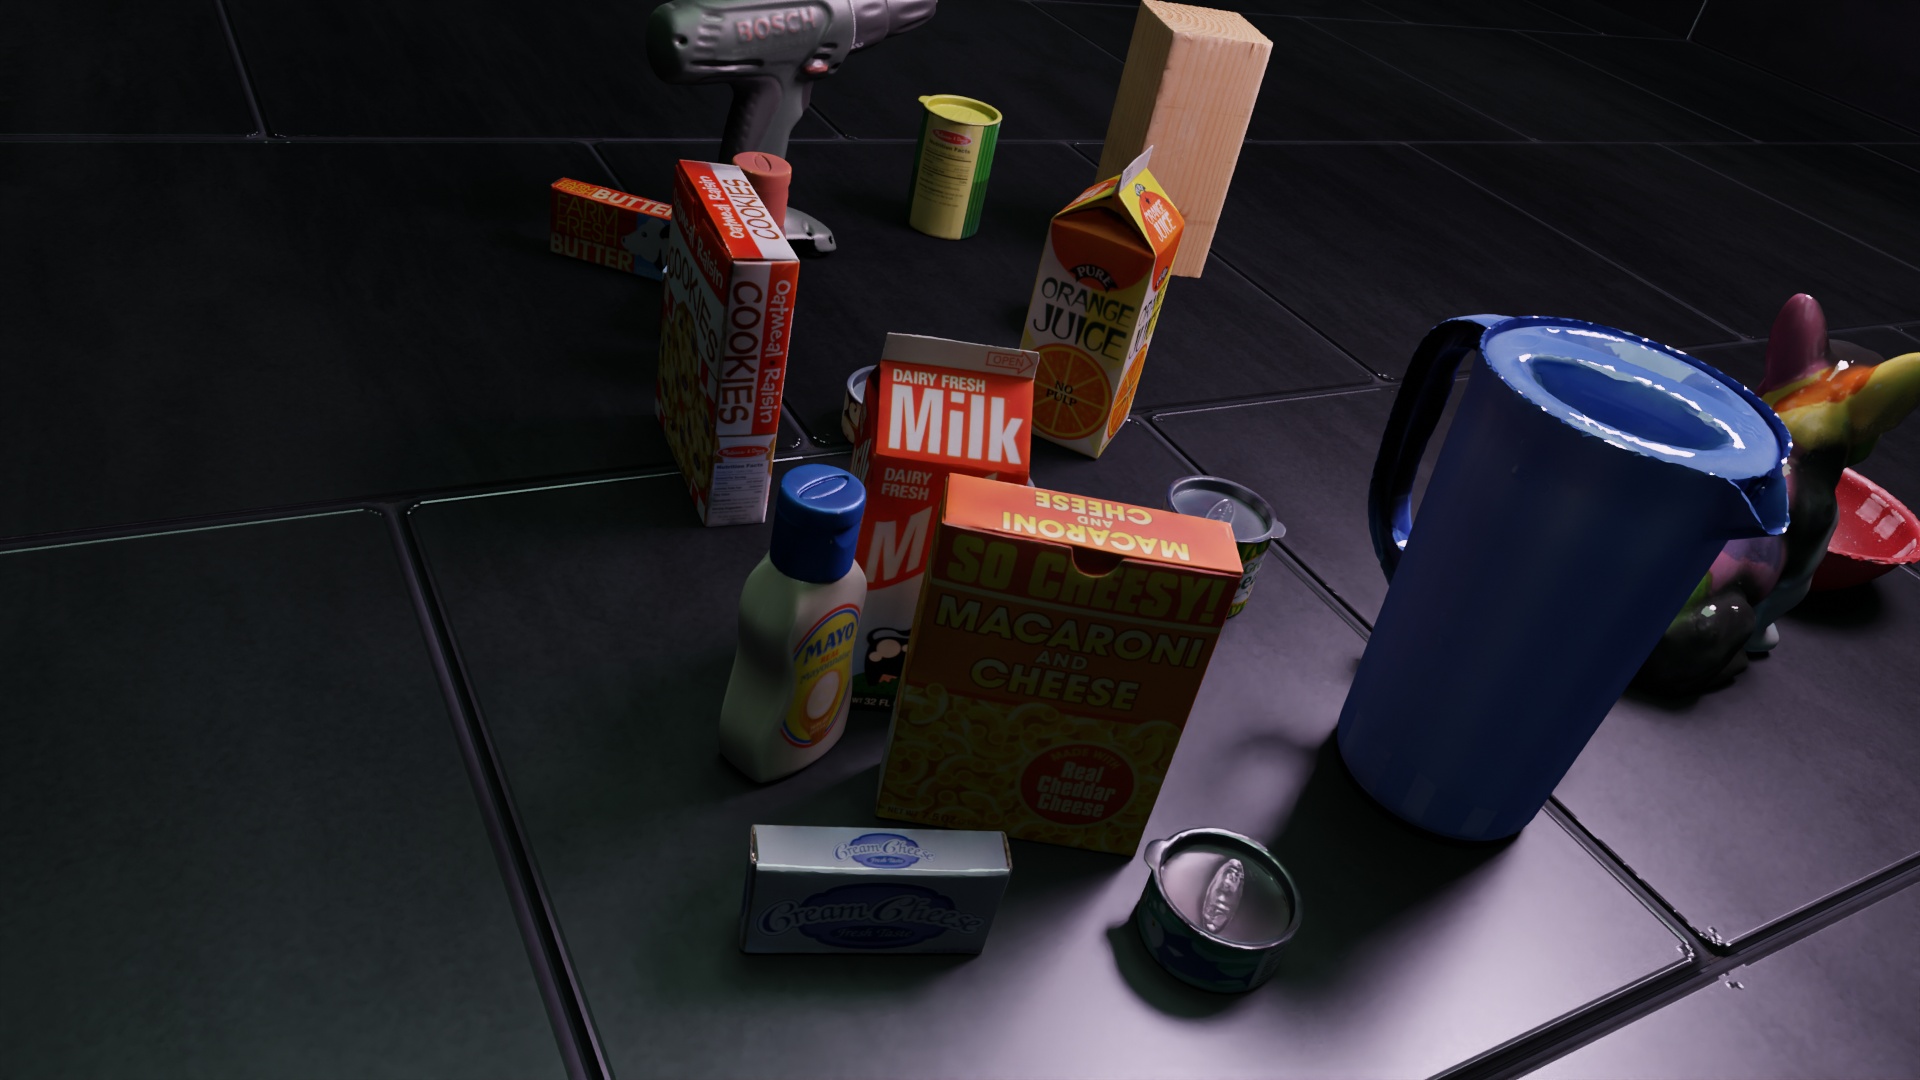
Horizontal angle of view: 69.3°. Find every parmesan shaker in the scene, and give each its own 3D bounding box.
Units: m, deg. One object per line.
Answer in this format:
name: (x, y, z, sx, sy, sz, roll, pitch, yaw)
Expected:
parmesan shaker: (-0.010, -0.317, 1.177, 0.071, 0.102, 0.072, 9, 34, -6)

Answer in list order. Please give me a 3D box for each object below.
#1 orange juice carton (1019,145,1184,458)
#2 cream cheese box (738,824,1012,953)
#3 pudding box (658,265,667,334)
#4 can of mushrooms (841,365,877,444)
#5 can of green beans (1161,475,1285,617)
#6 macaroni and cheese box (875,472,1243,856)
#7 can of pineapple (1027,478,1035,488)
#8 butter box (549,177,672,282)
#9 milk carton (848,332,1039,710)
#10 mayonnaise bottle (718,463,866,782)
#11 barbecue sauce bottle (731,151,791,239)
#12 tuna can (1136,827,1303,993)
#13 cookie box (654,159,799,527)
orange juice carton: (0.091, -0.159, 0.908, 0.073, 0.191, 0.072, 22, 35, 13)
cream cheese box: (-0.035, 0.142, 0.560, 0.104, 0.053, 0.024, 4, 35, -13)
pudding box: (-0.184, -0.180, 0.970, 0.030, 0.049, 0.084, 12, 34, -1)
can of mushrooms: (-0.041, -0.082, 0.893, 0.071, 0.033, 0.071, 9, 35, -6)
can of green beans: (0.145, 0.004, 0.813, 0.071, 0.057, 0.071, 9, 35, -6)
macaroni and cheese box: (0.038, 0.059, 0.602, 0.124, 0.165, 0.040, 10, 34, -5)
can of pineapple: (0.003, -0.010, 0.784, 0.071, 0.057, 0.071, 9, 35, -6)
butter box: (-0.247, -0.225, 1.010, 0.103, 0.052, 0.024, 16, 34, 4)
milk carton: (-0.017, -0.011, 0.663, 0.072, 0.189, 0.074, 6, 35, -11)
mayonnaise bottle: (-0.071, 0.037, 0.613, 0.041, 0.147, 0.065, 33, 39, 27)
barbecue sauce bottle: (-0.136, -0.171, 0.888, 0.044, 0.147, 0.065, 0, 36, -19)
tuna can: (0.109, 0.159, 0.602, 0.071, 0.032, 0.071, 9, 35, -6)
cookie box: (-0.137, -0.111, 0.785, 0.040, 0.166, 0.123, -5, 38, -25)
